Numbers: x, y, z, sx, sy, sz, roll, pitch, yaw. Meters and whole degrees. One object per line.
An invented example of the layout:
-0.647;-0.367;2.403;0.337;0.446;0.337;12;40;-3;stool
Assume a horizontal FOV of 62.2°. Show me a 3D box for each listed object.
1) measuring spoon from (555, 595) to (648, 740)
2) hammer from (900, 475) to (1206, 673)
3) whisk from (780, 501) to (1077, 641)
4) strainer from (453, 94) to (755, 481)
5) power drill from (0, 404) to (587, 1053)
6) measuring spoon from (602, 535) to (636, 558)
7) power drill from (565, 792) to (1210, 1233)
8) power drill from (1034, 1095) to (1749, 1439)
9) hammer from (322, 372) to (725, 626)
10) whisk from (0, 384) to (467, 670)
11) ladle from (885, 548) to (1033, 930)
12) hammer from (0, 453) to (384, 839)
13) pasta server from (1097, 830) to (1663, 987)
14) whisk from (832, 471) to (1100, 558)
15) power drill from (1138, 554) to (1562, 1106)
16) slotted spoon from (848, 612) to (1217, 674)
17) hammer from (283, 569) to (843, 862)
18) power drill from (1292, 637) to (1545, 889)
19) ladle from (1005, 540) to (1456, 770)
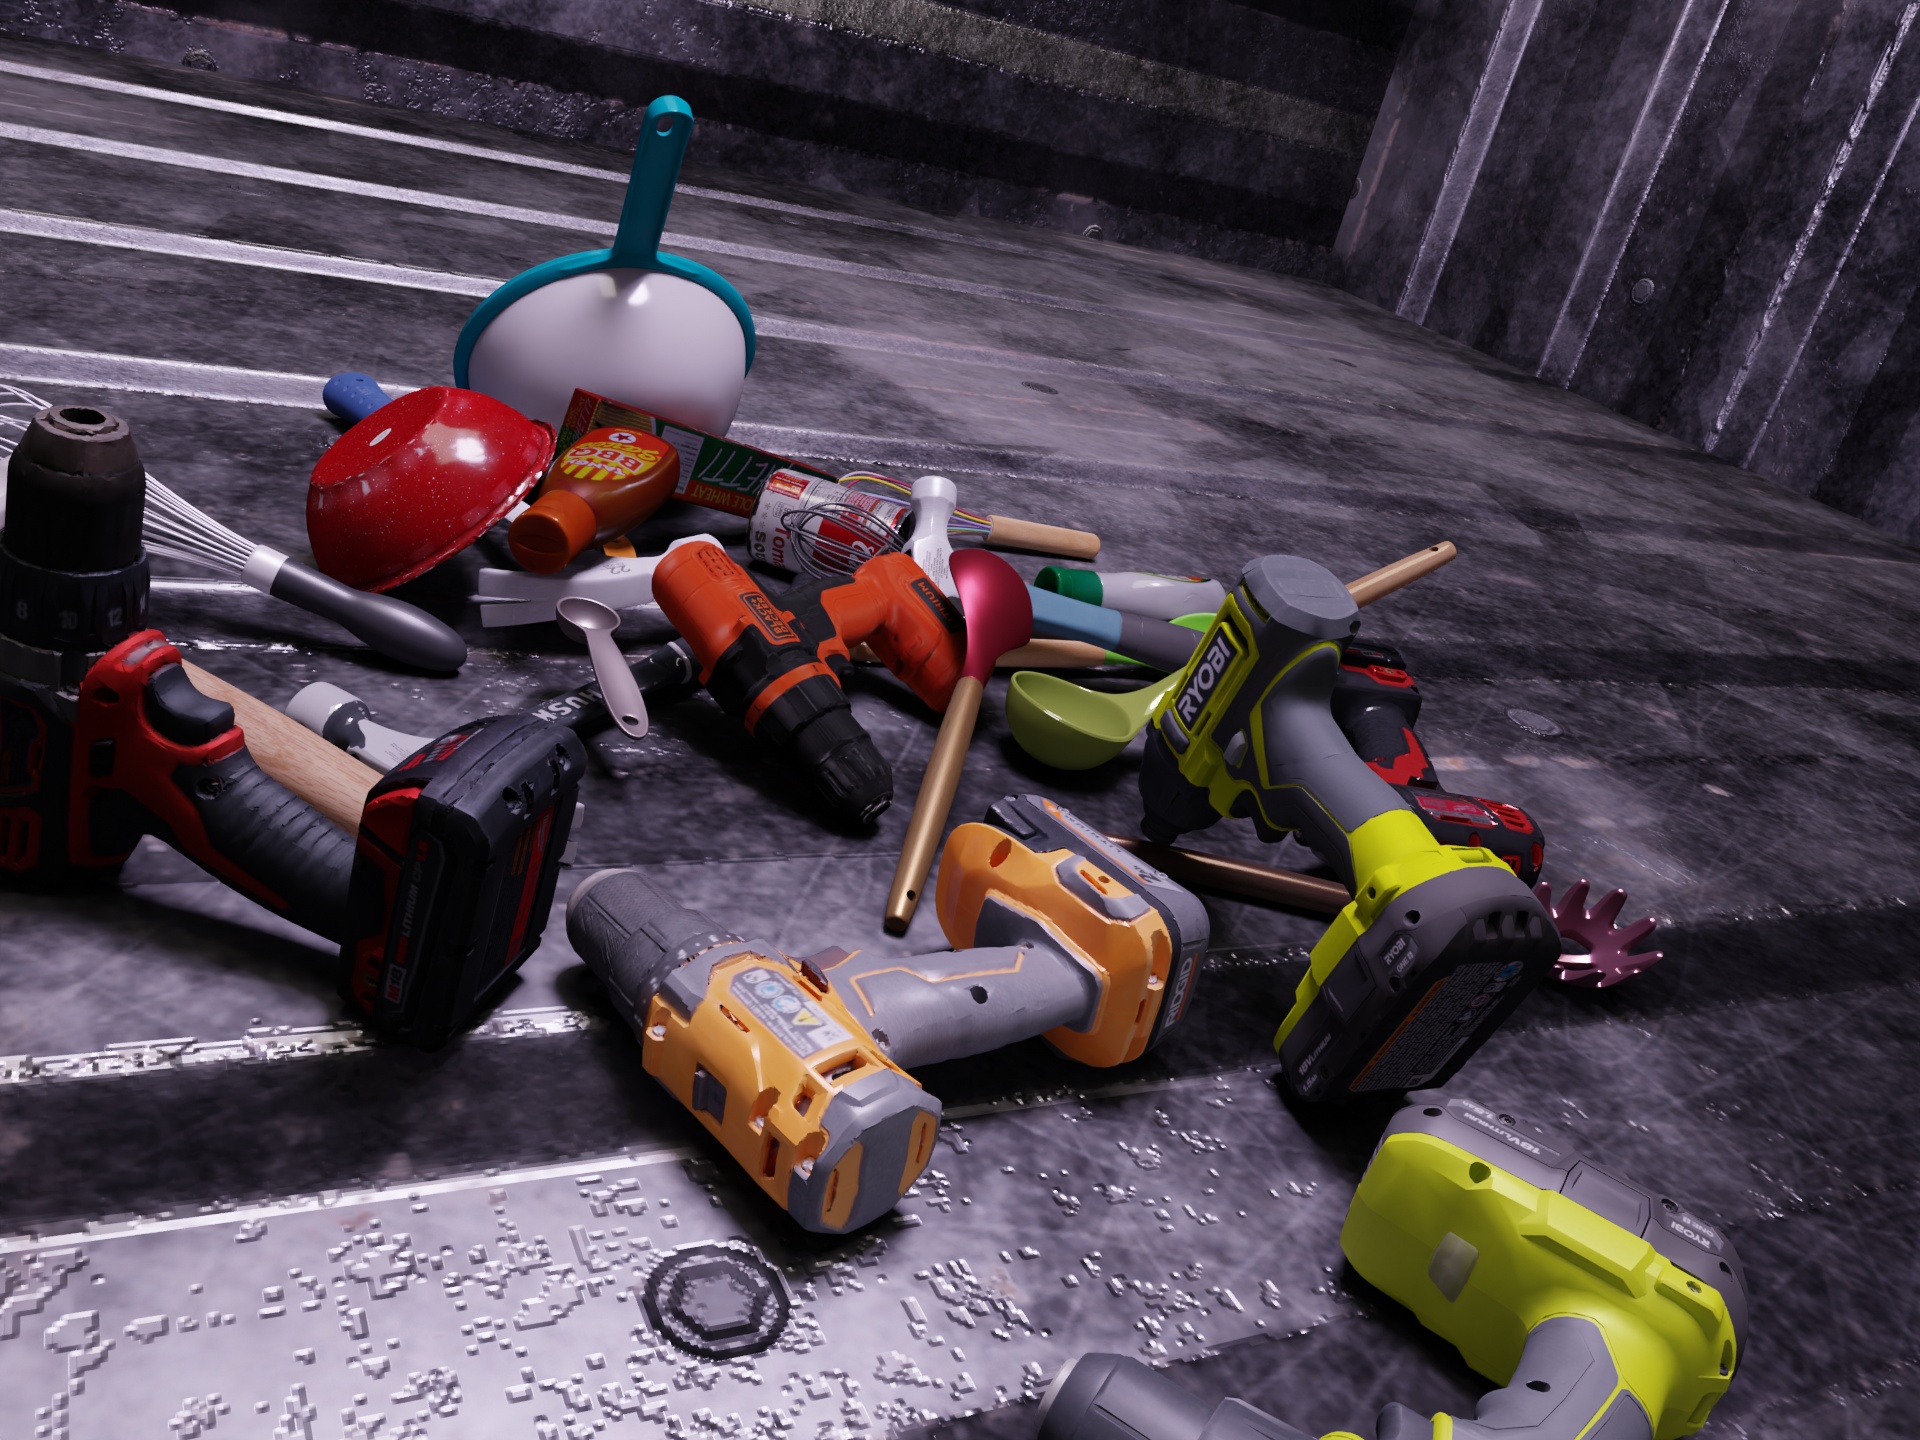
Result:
-0.182;-0.024;0.813;0.034;0.018;0.124;6;33;-33;measuring spoon
0.114;-0.057;1.051;0.330;0.033;0.128;14;67;-21;hammer
-0.013;-0.091;1.053;0.238;0.055;0.055;19;20;-30;whisk
-0.215;-0.249;1.052;0.211;0.340;0.095;-5;64;-25;strainer
-0.259;0.004;0.585;0.227;0.187;0.080;22;26;5;power drill
-0.222;-0.101;1.039;0.021;0.011;0.117;4;23;-20;measuring spoon
-0.032;0.097;0.649;0.226;0.084;0.185;-16;38;-42;power drill
0.148;0.216;0.502;0.191;0.080;0.228;27;29;23;power drill
-0.321;-0.154;1.029;0.144;0.035;0.406;-18;36;-37;hammer
-0.389;-0.093;0.819;0.284;0.070;0.070;25;22;-13;whisk
-0.001;-0.003;0.853;0.069;0.031;0.316;41;36;-19;ladle
-0.334;-0.007;0.686;0.331;0.031;0.130;29;43;8;hammer
0.212;0.092;0.847;0.316;0.040;0.060;13;47;-3;pasta server
0.004;-0.156;1.247;0.244;0.047;0.051;7;24;-26;whisk
0.159;0.057;0.735;0.080;0.171;0.223;2;43;-28;power drill
0.071;-0.046;1.069;0.313;0.031;0.070;-1;49;-27;slotted spoon
-0.164;-0.026;0.882;0.149;0.036;0.409;25;26;17;hammer
0.240;0.028;0.960;0.143;0.078;0.220;8;28;-15;power drill
0.172;-0.053;0.964;0.320;0.062;0.078;-25;40;-16;ladle
